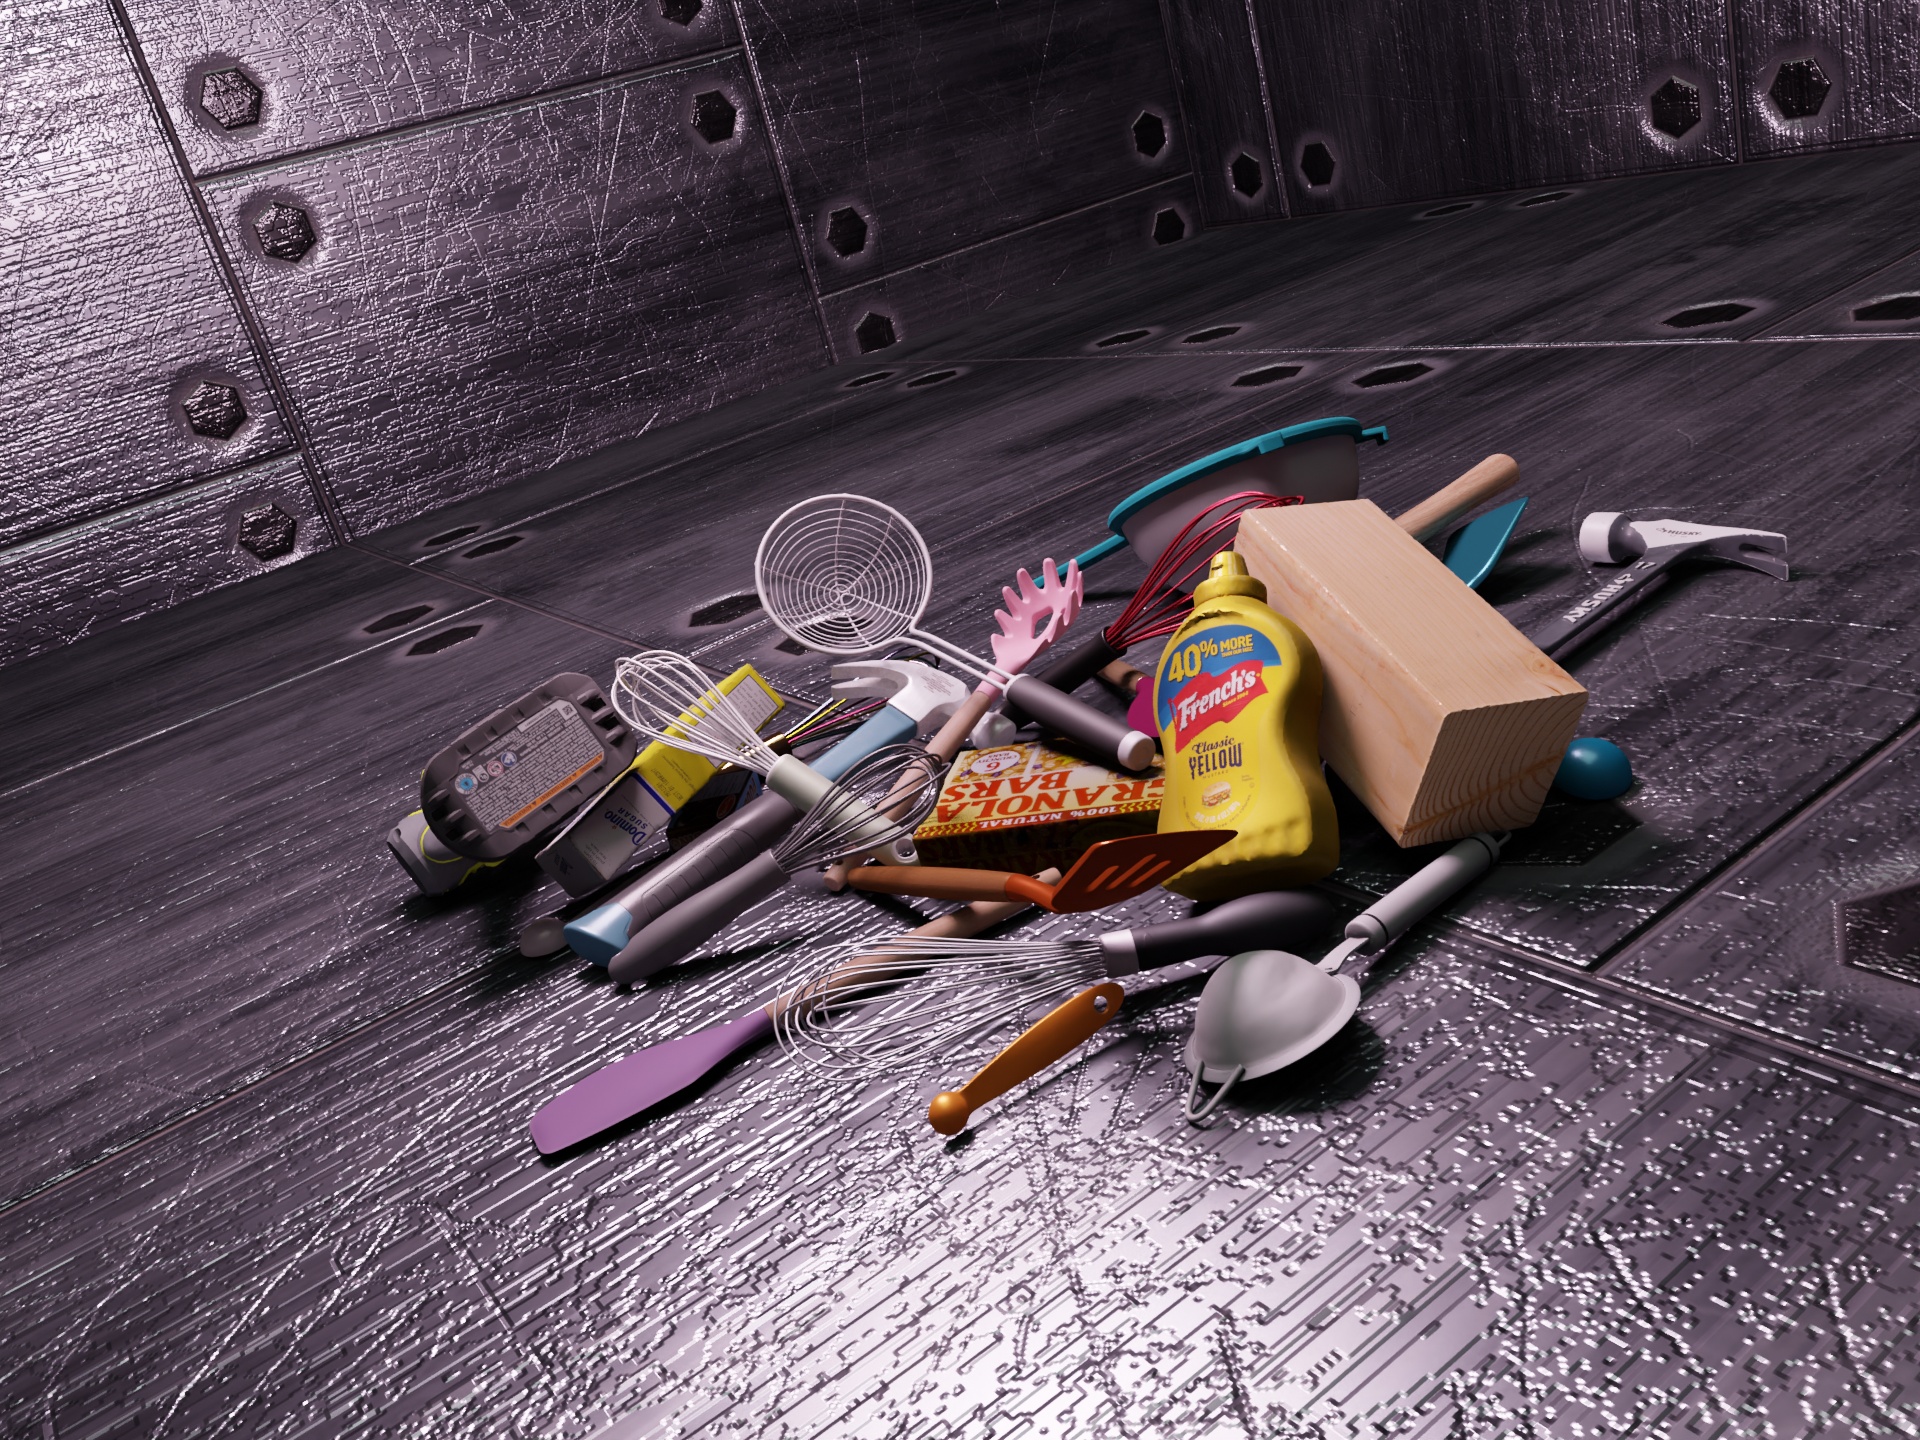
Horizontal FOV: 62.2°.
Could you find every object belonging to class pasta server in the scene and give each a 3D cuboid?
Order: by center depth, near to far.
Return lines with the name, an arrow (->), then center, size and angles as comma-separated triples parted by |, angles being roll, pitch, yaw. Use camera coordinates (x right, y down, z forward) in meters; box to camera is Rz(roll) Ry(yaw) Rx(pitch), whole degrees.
pasta server -> -0.002, -0.003, 1.073 | 0.060, 0.040, 0.316 | 7, 43, 37

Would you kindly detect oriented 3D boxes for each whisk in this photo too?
whisk -> 0.048, 0.124, 0.791 | 0.284, 0.070, 0.070 | -11, 21, -2
whisk -> -0.107, 0.088, 0.941 | 0.239, 0.055, 0.055 | -33, 22, 1
whisk -> -0.121, 0.028, 1.000 | 0.246, 0.059, 0.058 | 32, 65, 13
whisk -> 0.117, -0.063, 1.062 | 0.296, 0.073, 0.073 | -37, 5, 38
whisk -> -0.114, 0.010, 1.212 | 0.245, 0.051, 0.047 | -29, 4, -21

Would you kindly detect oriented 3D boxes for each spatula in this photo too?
spatula -> 0.017, 0.079, 0.848 | 0.081, 0.041, 0.323 | -2, -2, -31
spatula -> -0.082, 0.150, 0.860 | 0.316, 0.018, 0.060 | -24, 22, -18
spatula -> 0.286, -0.067, 1.108 | 0.317, 0.044, 0.082 | -30, 1, -29

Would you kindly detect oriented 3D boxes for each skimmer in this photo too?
skimmer -> -0.008, -0.061, 1.051 | 0.127, 0.090, 0.364 | -39, 38, -17

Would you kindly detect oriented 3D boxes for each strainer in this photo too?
strainer -> 0.187, 0.104, 0.759 | 0.258, 0.050, 0.087 | -26, 9, -34
strainer -> 0.186, -0.134, 1.302 | 0.340, 0.095, 0.211 | -26, -8, 41

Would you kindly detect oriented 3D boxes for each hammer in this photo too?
hammer -> 0.369, -0.044, 1.005 | 0.409, 0.036, 0.149 | -30, 26, -32
hammer -> -0.117, 0.058, 1.052 | 0.128, 0.033, 0.331 | 34, 52, 27
hammer -> 0.289, -0.114, 1.176 | 0.331, 0.031, 0.130 | -32, 17, -21

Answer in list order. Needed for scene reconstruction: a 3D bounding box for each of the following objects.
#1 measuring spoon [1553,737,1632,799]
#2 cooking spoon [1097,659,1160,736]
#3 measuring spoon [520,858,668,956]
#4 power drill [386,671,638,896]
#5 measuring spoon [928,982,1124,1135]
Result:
measuring spoon -> 0.313, 0.005, 0.888 | 0.042, 0.021, 0.129 | -33, 44, -29
cooking spoon -> 0.121, -0.026, 1.085 | 0.069, 0.017, 0.319 | -33, 13, -2
measuring spoon -> -0.240, 0.118, 1.050 | 0.034, 0.018, 0.124 | 4, 28, 42
power drill -> -0.295, 0.038, 1.093 | 0.190, 0.080, 0.228 | -38, 5, -23
measuring spoon -> 0.034, 0.156, 0.744 | 0.117, 0.021, 0.011 | -31, 4, -24
